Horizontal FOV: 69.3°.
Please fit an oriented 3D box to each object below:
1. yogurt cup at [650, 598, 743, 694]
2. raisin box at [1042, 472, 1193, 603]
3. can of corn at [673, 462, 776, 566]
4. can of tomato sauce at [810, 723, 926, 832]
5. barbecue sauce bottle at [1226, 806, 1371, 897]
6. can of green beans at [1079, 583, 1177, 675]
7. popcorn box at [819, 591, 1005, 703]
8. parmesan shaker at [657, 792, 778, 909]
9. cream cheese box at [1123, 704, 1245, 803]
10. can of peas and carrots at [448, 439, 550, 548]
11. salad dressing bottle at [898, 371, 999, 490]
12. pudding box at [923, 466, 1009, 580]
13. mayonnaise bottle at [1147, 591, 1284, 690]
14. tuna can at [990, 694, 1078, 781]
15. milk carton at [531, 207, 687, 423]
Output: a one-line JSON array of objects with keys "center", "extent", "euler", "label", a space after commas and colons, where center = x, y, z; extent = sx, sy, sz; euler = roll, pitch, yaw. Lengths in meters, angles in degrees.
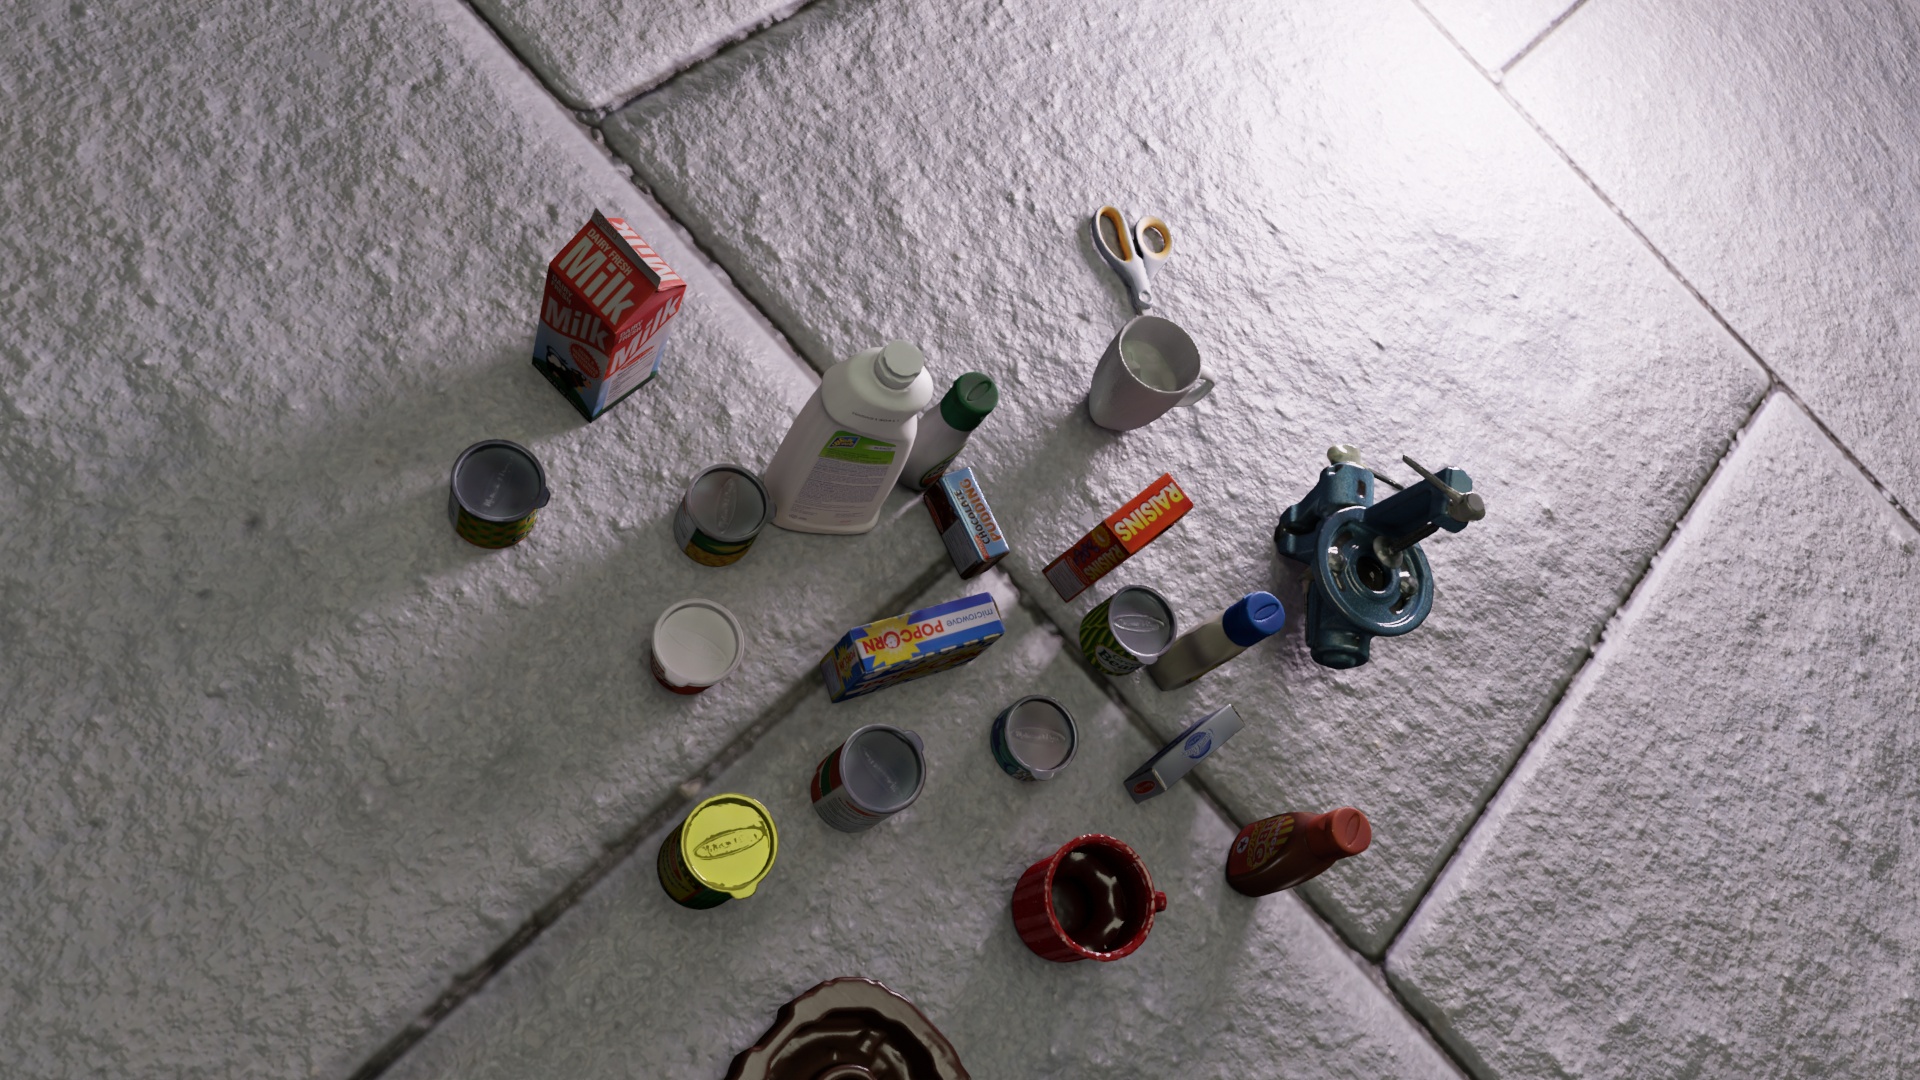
[{"center": [-0.202, 0.083, 1.046], "extent": [0.072, 0.053, 0.072], "euler": [9, 66, -19], "label": "yogurt cup"}, {"center": [0.133, -0.001, 1.181], "extent": [0.086, 0.123, 0.040], "euler": [-35, 85, -30], "label": "raisin box"}, {"center": [-0.186, -0.019, 1.094], "extent": [0.071, 0.058, 0.071], "euler": [9, 66, -19], "label": "can of corn"}, {"center": [-0.070, 0.178, 1.044], "extent": [0.071, 0.082, 0.071], "euler": [9, 66, -19], "label": "can of tomato sauce"}, {"center": [0.272, 0.247, 1.119], "extent": [0.043, 0.148, 0.065], "euler": [33, 60, -7], "label": "barbecue sauce bottle"}, {"center": [0.143, 0.077, 1.190], "extent": [0.071, 0.057, 0.071], "euler": [9, 66, -19], "label": "can of green beans"}, {"center": [-0.038, 0.084, 1.095], "extent": [0.127, 0.085, 0.038], "euler": [-14, 75, -27], "label": "popcorn box"}, {"center": [-0.171, 0.222, 0.971], "extent": [0.071, 0.102, 0.071], "euler": [9, 66, -19], "label": "parmesan shaker"}, {"center": [0.188, 0.179, 1.168], "extent": [0.104, 0.053, 0.024], "euler": [-32, 83, -30], "label": "cream cheese box"}, {"center": [-0.343, -0.033, 1.034], "extent": [0.071, 0.058, 0.071], "euler": [9, 66, -19], "label": "can of peas and carrots"}, {"center": [-0.013, -0.090, 1.144], "extent": [0.044, 0.147, 0.064], "euler": [48, 60, 2], "label": "salad dressing bottle"}, {"center": [0.004, -0.015, 1.176], "extent": [0.030, 0.049, 0.084], "euler": [-20, 77, -28], "label": "pudding box"}, {"center": [0.216, 0.084, 1.165], "extent": [0.065, 0.147, 0.041], "euler": [-25, 80, -29], "label": "mayonnaise bottle"}, {"center": [0.060, 0.164, 1.133], "extent": [0.071, 0.032, 0.071], "euler": [8, 66, -19], "label": "tuna can"}, {"center": [-0.265, -0.173, 1.050], "extent": [0.072, 0.189, 0.074], "euler": [46, 59, 1], "label": "milk carton"}]
